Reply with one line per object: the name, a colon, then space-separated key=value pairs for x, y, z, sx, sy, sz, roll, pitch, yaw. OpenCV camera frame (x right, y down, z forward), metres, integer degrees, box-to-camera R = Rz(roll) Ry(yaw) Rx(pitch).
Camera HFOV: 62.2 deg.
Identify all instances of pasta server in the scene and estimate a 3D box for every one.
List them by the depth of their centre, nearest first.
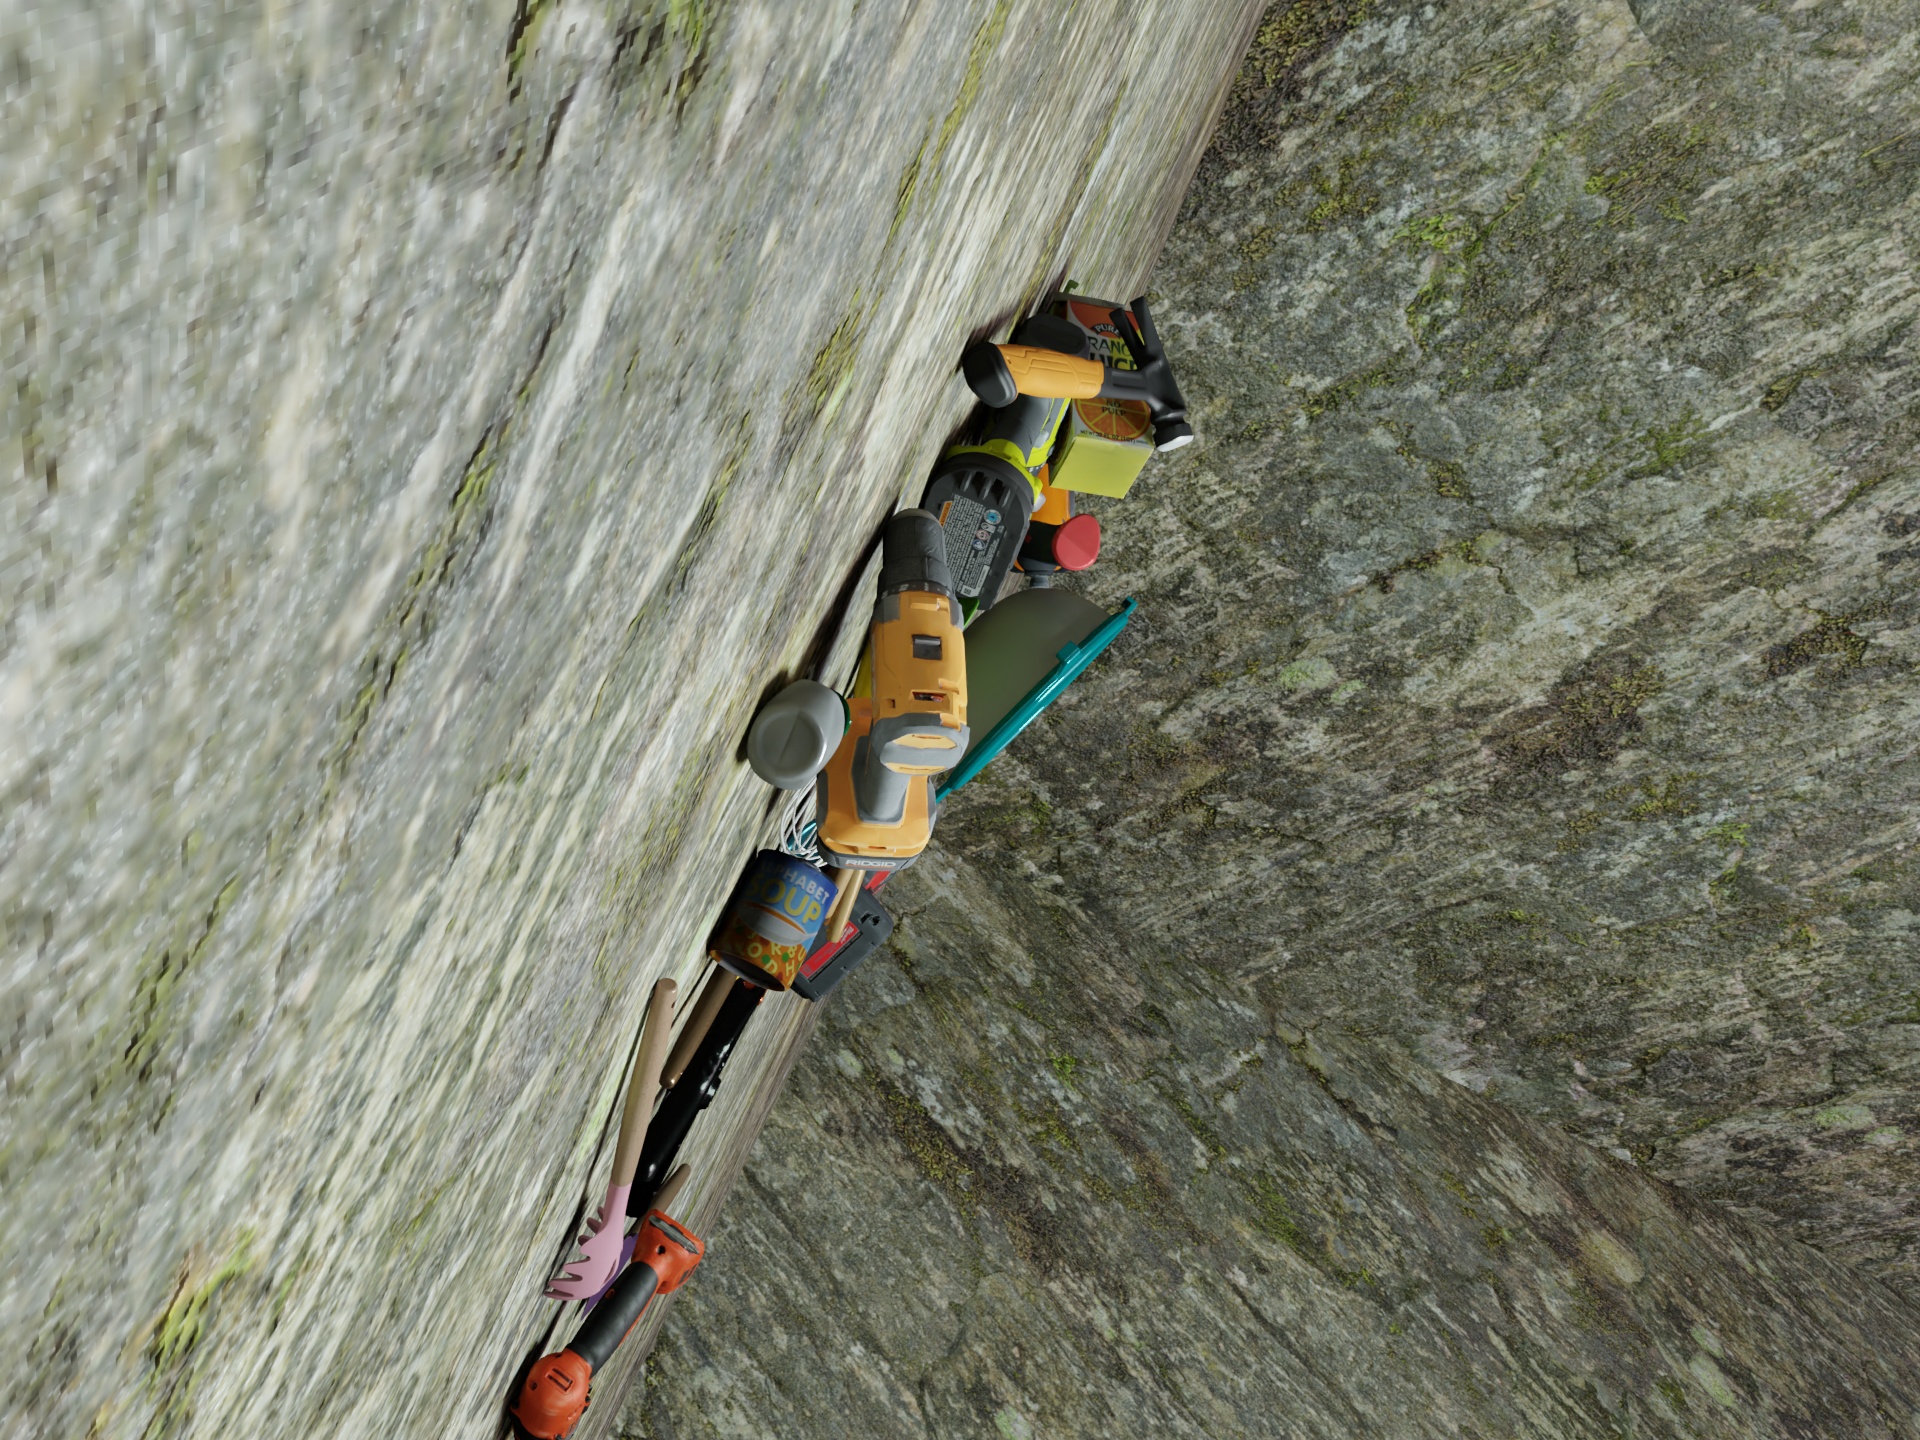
pasta server: x=-0.229 y=0.286 z=1.063 sx=0.060 sy=0.040 sz=0.316 roll=-62 pitch=172 yaw=-57

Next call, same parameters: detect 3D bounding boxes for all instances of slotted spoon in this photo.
slotted spoon: x=-0.058 y=0.034 z=1.259 sx=0.070 sy=0.031 sz=0.313 roll=-77 pitch=-170 yaw=-64

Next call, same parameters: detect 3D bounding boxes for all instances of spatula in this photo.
spatula: x=-0.153 y=0.166 z=1.229 sx=0.082 sy=0.044 sz=0.318 roll=-64 pitch=-179 yaw=40
spatula: x=-0.307 y=0.490 z=1.541 sx=0.316 sy=0.018 sz=0.060 roll=-40 pitch=154 yaw=-83

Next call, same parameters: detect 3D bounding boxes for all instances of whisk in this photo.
whisk: x=-0.090 y=0.019 z=1.275 sx=0.059 sy=0.057 sz=0.246 roll=-20 pitch=-144 yaw=41

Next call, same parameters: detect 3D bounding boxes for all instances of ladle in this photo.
ladle: x=-0.060 y=0.038 z=1.317 sx=0.069 sy=0.031 sz=0.315 roll=-55 pitch=164 yaw=-81

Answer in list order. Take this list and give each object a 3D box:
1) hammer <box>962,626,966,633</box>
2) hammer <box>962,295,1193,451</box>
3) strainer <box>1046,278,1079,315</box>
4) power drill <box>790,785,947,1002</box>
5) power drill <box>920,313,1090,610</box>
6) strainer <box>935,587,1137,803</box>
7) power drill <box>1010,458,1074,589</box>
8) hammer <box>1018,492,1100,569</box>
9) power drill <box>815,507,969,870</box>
hammer: x=-0.039 y=-0.042 z=1.910 sx=0.149 sy=0.036 sz=0.408 roll=-58 pitch=172 yaw=-67
hammer: x=0.088 y=-0.264 z=1.189 sx=0.034 sy=0.127 sz=0.337 roll=-20 pitch=179 yaw=29
strainer: x=0.072 y=-0.273 z=1.490 sx=0.151 sy=0.069 sz=0.256 roll=109 pitch=4 yaw=-69
power drill: x=-0.097 y=0.157 z=1.543 sx=0.188 sy=0.080 sz=0.227 roll=-44 pitch=-174 yaw=16
power drill: x=0.030 y=-0.195 z=1.283 sx=0.190 sy=0.080 sz=0.229 roll=112 pitch=1 yaw=-46
strainer: x=-0.002 y=-0.004 z=1.389 sx=0.340 sy=0.095 sz=0.211 roll=-45 pitch=177 yaw=27
power drill: x=0.088 y=-0.220 z=1.788 sx=0.226 sy=0.084 sz=0.164 roll=16 pitch=74 yaw=-87
hammer: x=0.050 y=-0.146 z=1.386 sx=0.143 sy=0.038 sz=0.386 roll=-51 pitch=-168 yaw=2
power drill: x=-0.046 y=-0.017 z=1.083 sx=0.226 sy=0.084 sz=0.186 roll=114 pitch=-23 yaw=-57
